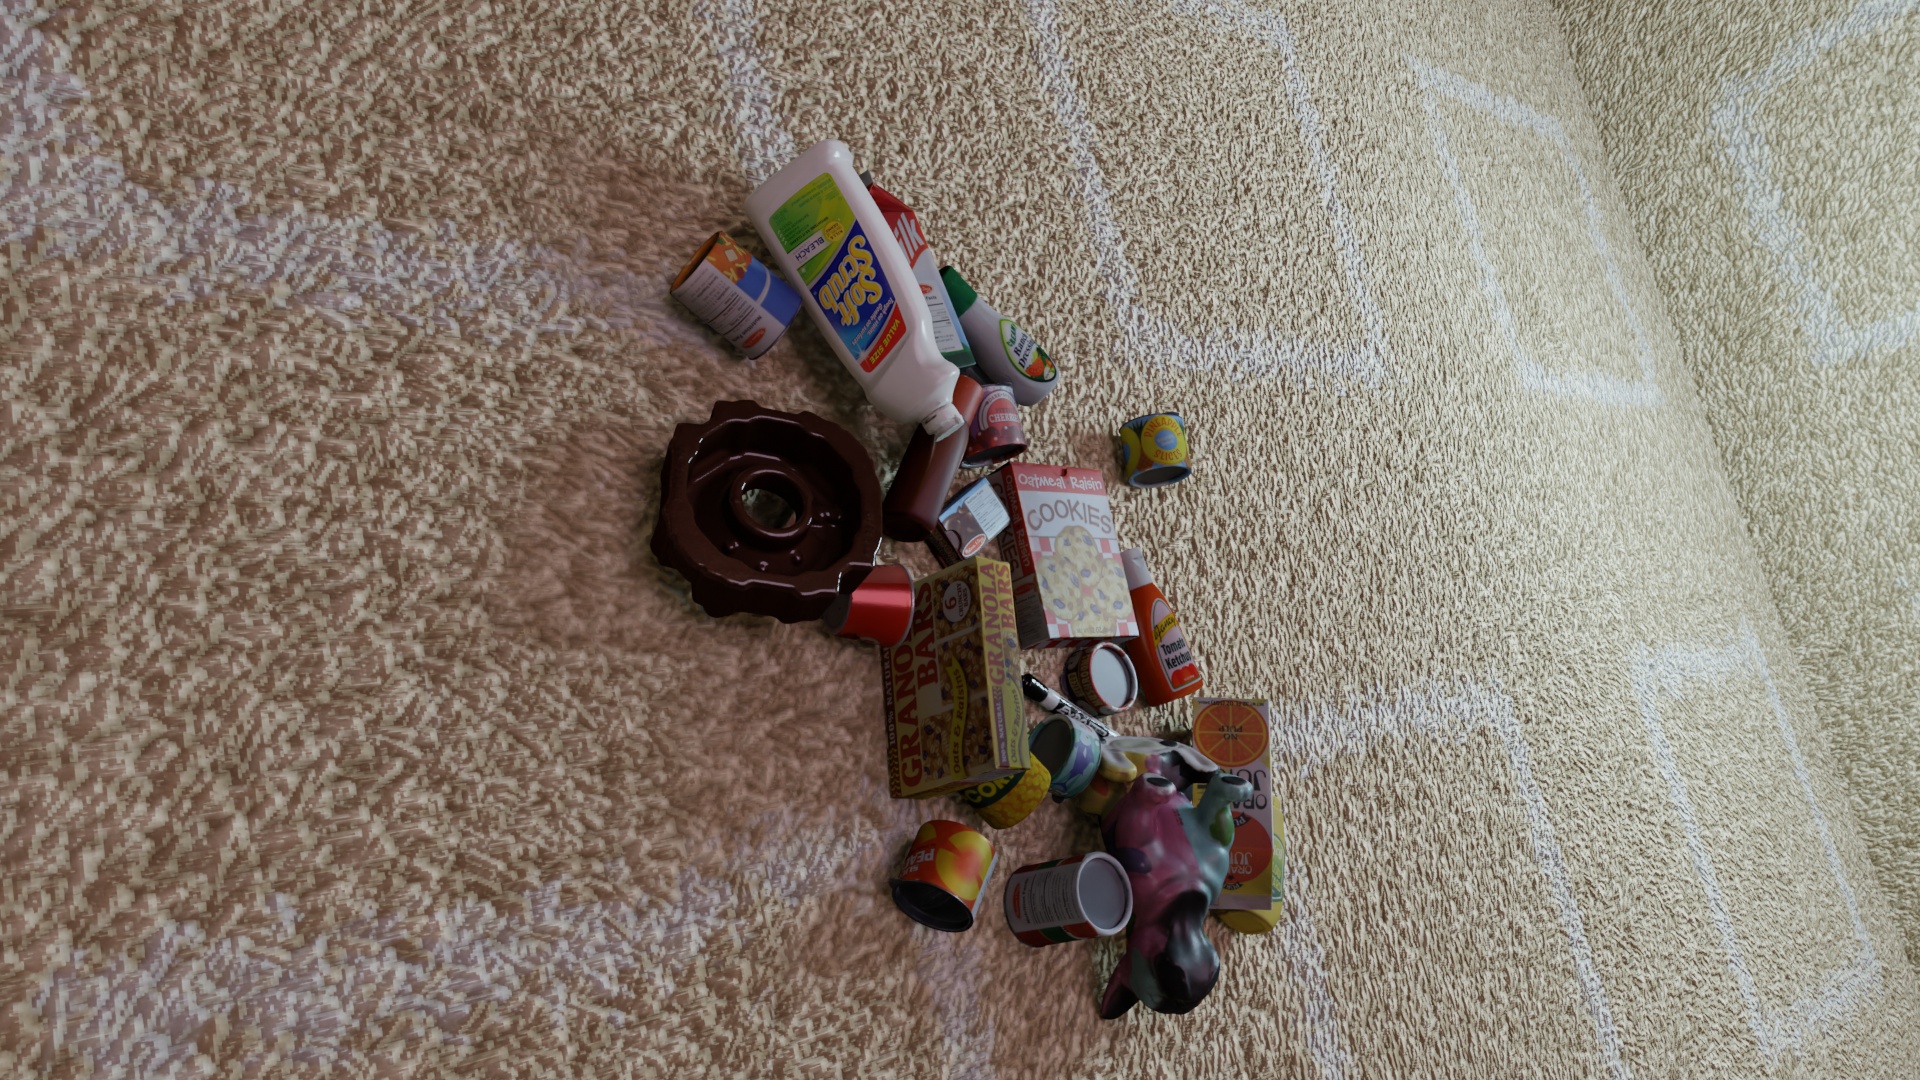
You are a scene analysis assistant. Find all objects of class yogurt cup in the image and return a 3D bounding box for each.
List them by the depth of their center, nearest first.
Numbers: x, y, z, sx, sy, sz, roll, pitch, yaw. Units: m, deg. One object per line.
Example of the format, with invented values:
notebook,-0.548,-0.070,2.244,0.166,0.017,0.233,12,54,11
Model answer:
yogurt cup,-0.074,0.049,1.091,0.054,0.072,0.072,7,66,-28

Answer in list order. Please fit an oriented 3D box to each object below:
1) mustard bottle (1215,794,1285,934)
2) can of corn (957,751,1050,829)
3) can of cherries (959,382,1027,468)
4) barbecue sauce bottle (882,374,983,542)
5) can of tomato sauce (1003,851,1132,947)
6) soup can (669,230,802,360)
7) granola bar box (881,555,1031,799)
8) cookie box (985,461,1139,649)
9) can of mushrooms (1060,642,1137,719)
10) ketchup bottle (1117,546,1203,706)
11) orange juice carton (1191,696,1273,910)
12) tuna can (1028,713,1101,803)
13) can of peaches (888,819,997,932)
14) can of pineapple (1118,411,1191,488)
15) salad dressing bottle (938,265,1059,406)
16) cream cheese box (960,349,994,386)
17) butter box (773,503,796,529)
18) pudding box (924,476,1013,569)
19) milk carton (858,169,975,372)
mustard bottle,0.280,0.290,1.324,0.065,0.048,0.161,38,50,-28
can of corn,0.031,0.191,1.120,0.058,0.071,0.071,49,46,-17
can of cherries,0.023,-0.103,1.247,0.071,0.071,0.058,-3,74,-44
barbecue sauce bottle,-0.023,-0.072,1.175,0.043,0.064,0.149,33,64,-23
can of tomato sauce,0.088,0.289,1.119,0.071,0.083,0.071,19,60,-36
soup can,-0.178,-0.196,1.105,0.083,0.071,0.072,39,49,-24
granola bar box,-0.007,0.109,1.082,0.039,0.124,0.166,13,63,-40
cookie box,0.095,0.014,1.283,0.123,0.040,0.168,2,70,-43
can of mushrooms,0.127,0.128,1.266,0.071,0.033,0.071,19,60,-37
ketchup bottle,0.181,0.081,1.331,0.065,0.043,0.149,-15,81,-46
orange juice carton,0.248,0.244,1.272,0.072,0.072,0.193,77,16,-55
tuna can,0.084,0.185,1.178,0.033,0.071,0.071,30,53,-30
can of peaches,-0.013,0.253,1.053,0.071,0.071,0.058,45,47,-19
can of pineapple,0.198,-0.091,1.408,0.071,0.070,0.058,8,66,-41
salad dressing bottle,0.027,-0.187,1.272,0.147,0.044,0.064,43,44,-20
cream cheese box,0.001,-0.180,1.295,0.103,0.024,0.054,43,48,-21
butter box,-0.122,-0.001,1.097,0.053,0.024,0.104,43,47,-20
pudding box,0.004,-0.015,1.218,0.049,0.030,0.084,57,44,-9
milk carton,-0.067,-0.223,1.217,0.074,0.072,0.190,-18,85,-47
